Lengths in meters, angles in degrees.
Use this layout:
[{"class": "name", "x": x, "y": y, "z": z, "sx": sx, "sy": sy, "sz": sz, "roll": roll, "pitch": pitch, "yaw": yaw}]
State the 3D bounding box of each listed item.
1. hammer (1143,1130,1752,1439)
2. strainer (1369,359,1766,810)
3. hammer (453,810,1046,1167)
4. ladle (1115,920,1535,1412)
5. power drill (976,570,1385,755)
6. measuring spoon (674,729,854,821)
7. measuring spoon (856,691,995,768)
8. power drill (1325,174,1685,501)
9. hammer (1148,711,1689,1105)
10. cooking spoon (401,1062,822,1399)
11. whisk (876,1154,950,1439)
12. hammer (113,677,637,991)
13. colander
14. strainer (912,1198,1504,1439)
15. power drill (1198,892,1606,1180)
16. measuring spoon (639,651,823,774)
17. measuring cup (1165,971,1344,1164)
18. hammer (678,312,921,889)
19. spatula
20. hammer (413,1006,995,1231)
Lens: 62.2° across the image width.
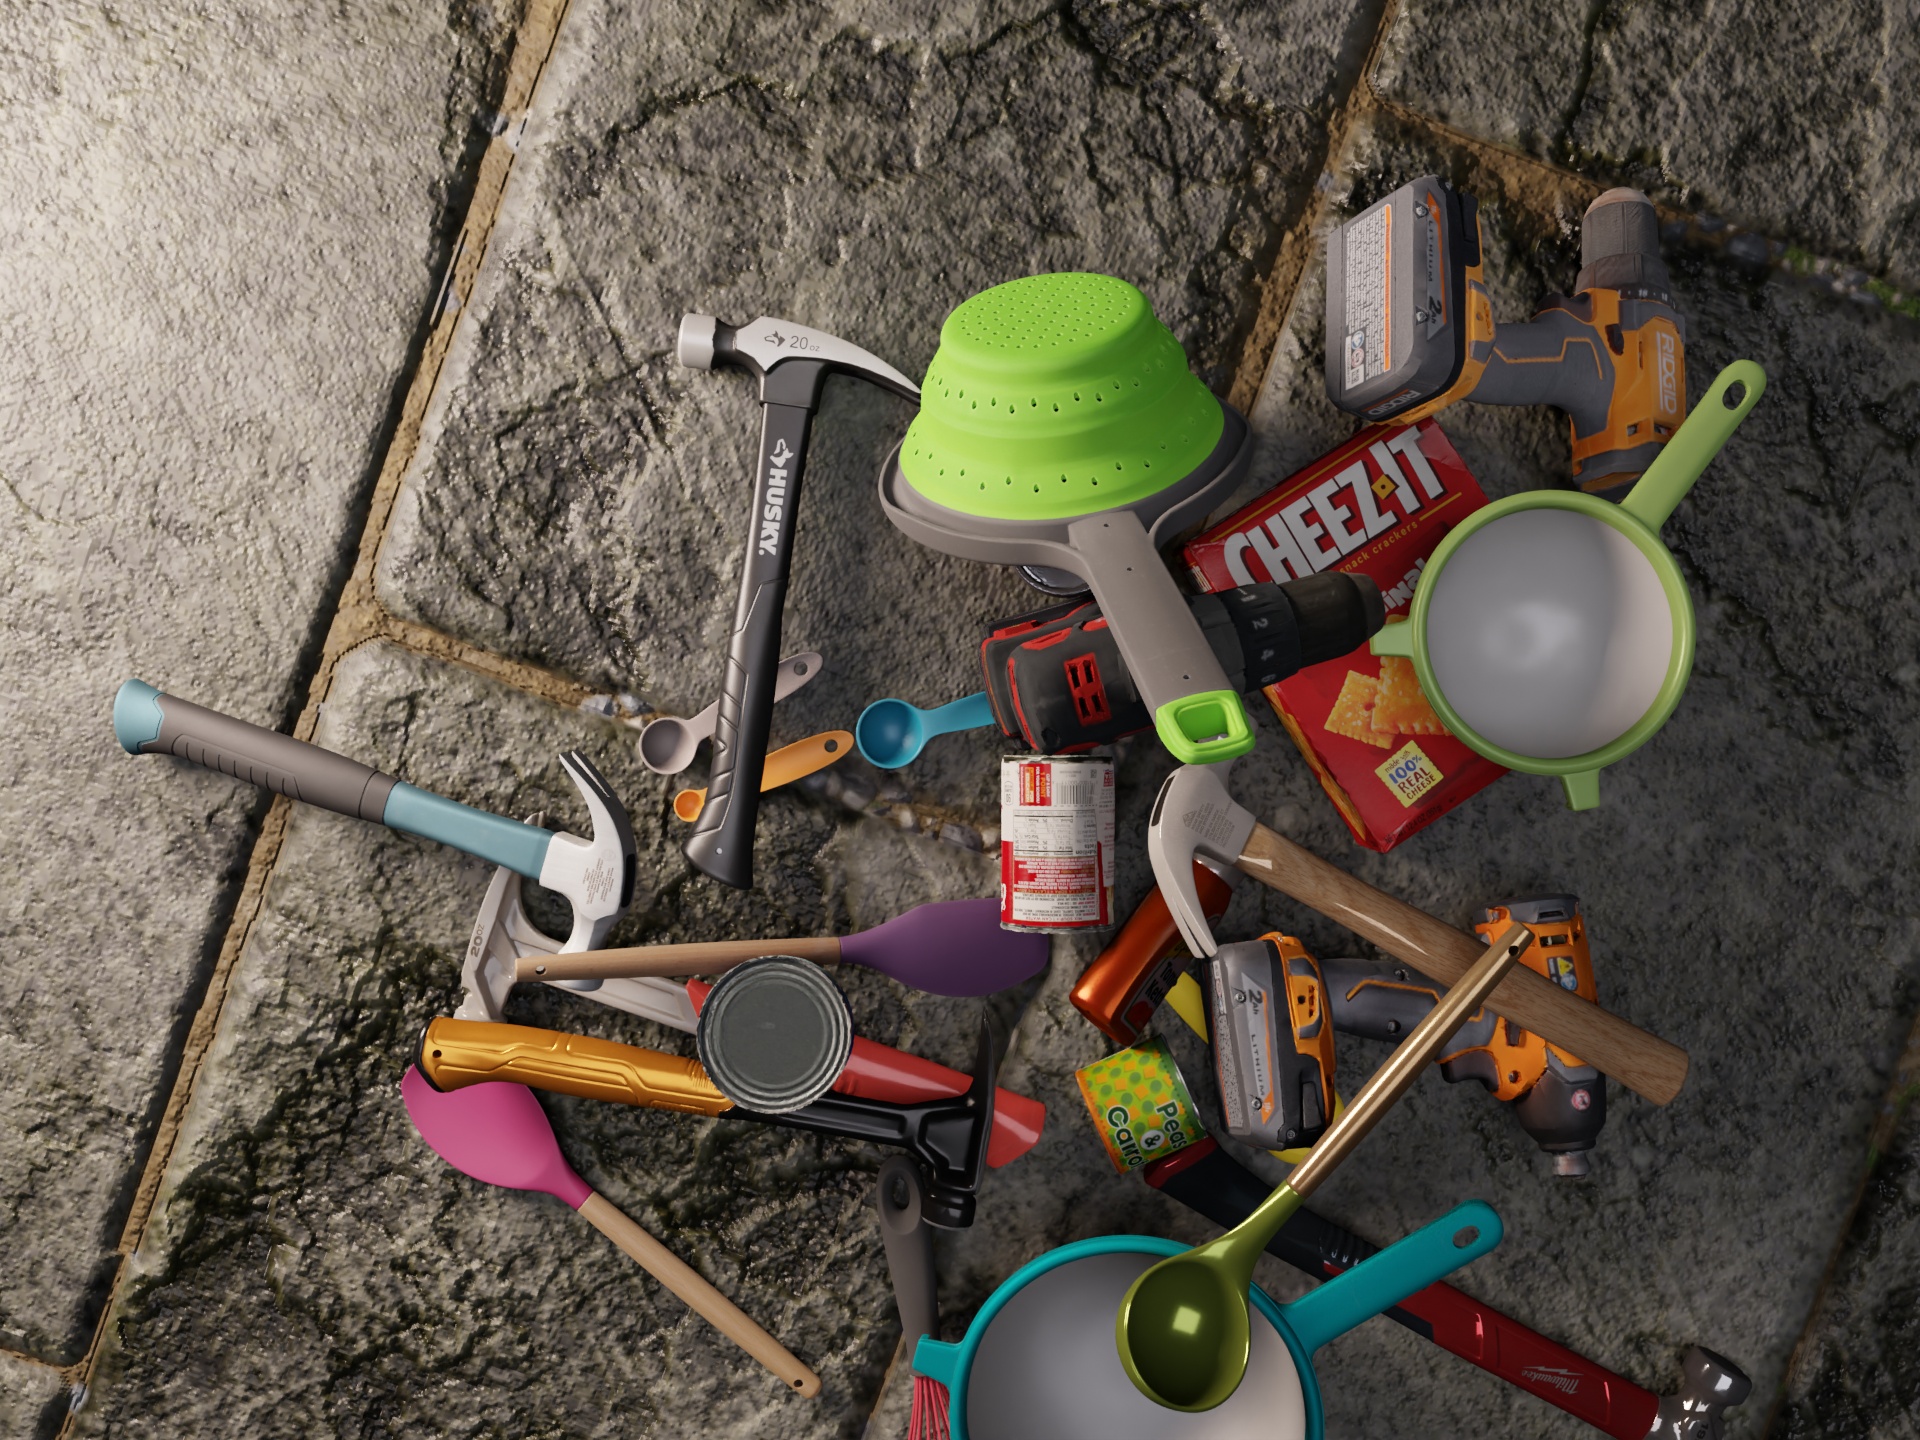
[{"class": "hammer", "x": 0.279, "y": 0.371, "z": 0.970, "sx": 0.386, "sy": 0.038, "sz": 0.143, "roll": 28, "pitch": 93, "yaw": -2}, {"class": "strainer", "x": 0.344, "y": -0.087, "z": 0.867, "sx": 0.151, "sy": 0.069, "sz": 0.256, "roll": 38, "pitch": 88, "yaw": 0}, {"class": "hammer", "x": -0.119, "y": 0.179, "z": 0.959, "sx": 0.359, "sy": 0.037, "sz": 0.149, "roll": 19, "pitch": 92, "yaw": -1}, {"class": "ladle", "x": 0.198, "y": 0.234, "z": 0.843, "sx": 0.078, "sy": 0.062, "sz": 0.320, "roll": 39, "pitch": 95, "yaw": -6}, {"class": "power drill", "x": 0.106, "y": -0.036, "z": 0.854, "sx": 0.188, "sy": 0.227, "sz": 0.080, "roll": -16, "pitch": 94, "yaw": -6}, {"class": "measuring spoon", "x": -0.119, "y": 0.032, "z": 0.968, "sx": 0.117, "sy": 0.011, "sz": 0.021, "roll": -23, "pitch": 93, "yaw": -3}, {"class": "measuring spoon", "x": -0.002, "y": -0.003, "z": 0.966, "sx": 0.128, "sy": 0.021, "sz": 0.042, "roll": -15, "pitch": 93, "yaw": -9}, {"class": "power drill", "x": 0.316, "y": -0.233, "z": 0.891, "sx": 0.226, "sy": 0.084, "sz": 0.185, "roll": 9, "pitch": 77, "yaw": -26}, {"class": "hammer", "x": 0.254, "y": 0.124, "z": 0.881, "sx": 0.331, "sy": 0.031, "sz": 0.130, "roll": 29, "pitch": 74, "yaw": -3}, {"class": "cooking spoon", "x": -0.210, "y": 0.310, "z": 0.972, "sx": 0.319, "sy": 0.017, "sz": 0.069, "roll": 40, "pitch": 92, "yaw": -1}, {"class": "whisk", "x": -0.018, "y": 0.412, "z": 0.961, "sx": 0.073, "sy": 0.073, "sz": 0.296, "roll": -9, "pitch": 86, "yaw": 0}, {"class": "hammer", "x": -0.345, "y": 0.046, "z": 0.931, "sx": 0.331, "sy": 0.033, "sz": 0.128, "roll": 18, "pitch": 93, "yaw": 7}, {"class": "colander", "x": 0.065, "y": -0.127, "z": 0.778, "sx": 0.204, "sy": 0.398, "sz": 0.094, "roll": -13, "pitch": 127, "yaw": -3}, {"class": "strainer", "x": 0.156, "y": 0.361, "z": 0.932, "sx": 0.340, "sy": 0.095, "sz": 0.211, "roll": -31, "pitch": 88, "yaw": 5}, {"class": "power drill", "x": 0.264, "y": 0.192, "z": 0.923, "sx": 0.226, "sy": 0.084, "sz": 0.164, "roll": -5, "pitch": 78, "yaw": -7}, {"class": "measuring spoon", "x": -0.138, "y": -0.007, "z": 0.965, "sx": 0.124, "sy": 0.018, "sz": 0.034, "roll": -30, "pitch": 91, "yaw": -6}, {"class": "measuring cup", "x": 0.172, "y": 0.206, "z": 0.965, "sx": 0.062, "sy": 0.029, "sz": 0.156, "roll": -43, "pitch": 93, "yaw": 1}, {"class": "hammer", "x": -0.113, "y": -0.068, "z": 0.939, "sx": 0.146, "sy": 0.035, "sz": 0.335, "roll": 8, "pitch": 88, "yaw": -1}, {"class": "spatula", "x": -0.096, "y": 0.138, "z": 0.928, "sx": 0.315, "sy": 0.018, "sz": 0.060, "roll": 0, "pitch": 91, "yaw": -18}, {"class": "hammer", "x": -0.147, "y": 0.207, "z": 0.925, "sx": 0.337, "sy": 0.034, "sz": 0.127, "roll": 9, "pitch": 93, "yaw": 0}]
